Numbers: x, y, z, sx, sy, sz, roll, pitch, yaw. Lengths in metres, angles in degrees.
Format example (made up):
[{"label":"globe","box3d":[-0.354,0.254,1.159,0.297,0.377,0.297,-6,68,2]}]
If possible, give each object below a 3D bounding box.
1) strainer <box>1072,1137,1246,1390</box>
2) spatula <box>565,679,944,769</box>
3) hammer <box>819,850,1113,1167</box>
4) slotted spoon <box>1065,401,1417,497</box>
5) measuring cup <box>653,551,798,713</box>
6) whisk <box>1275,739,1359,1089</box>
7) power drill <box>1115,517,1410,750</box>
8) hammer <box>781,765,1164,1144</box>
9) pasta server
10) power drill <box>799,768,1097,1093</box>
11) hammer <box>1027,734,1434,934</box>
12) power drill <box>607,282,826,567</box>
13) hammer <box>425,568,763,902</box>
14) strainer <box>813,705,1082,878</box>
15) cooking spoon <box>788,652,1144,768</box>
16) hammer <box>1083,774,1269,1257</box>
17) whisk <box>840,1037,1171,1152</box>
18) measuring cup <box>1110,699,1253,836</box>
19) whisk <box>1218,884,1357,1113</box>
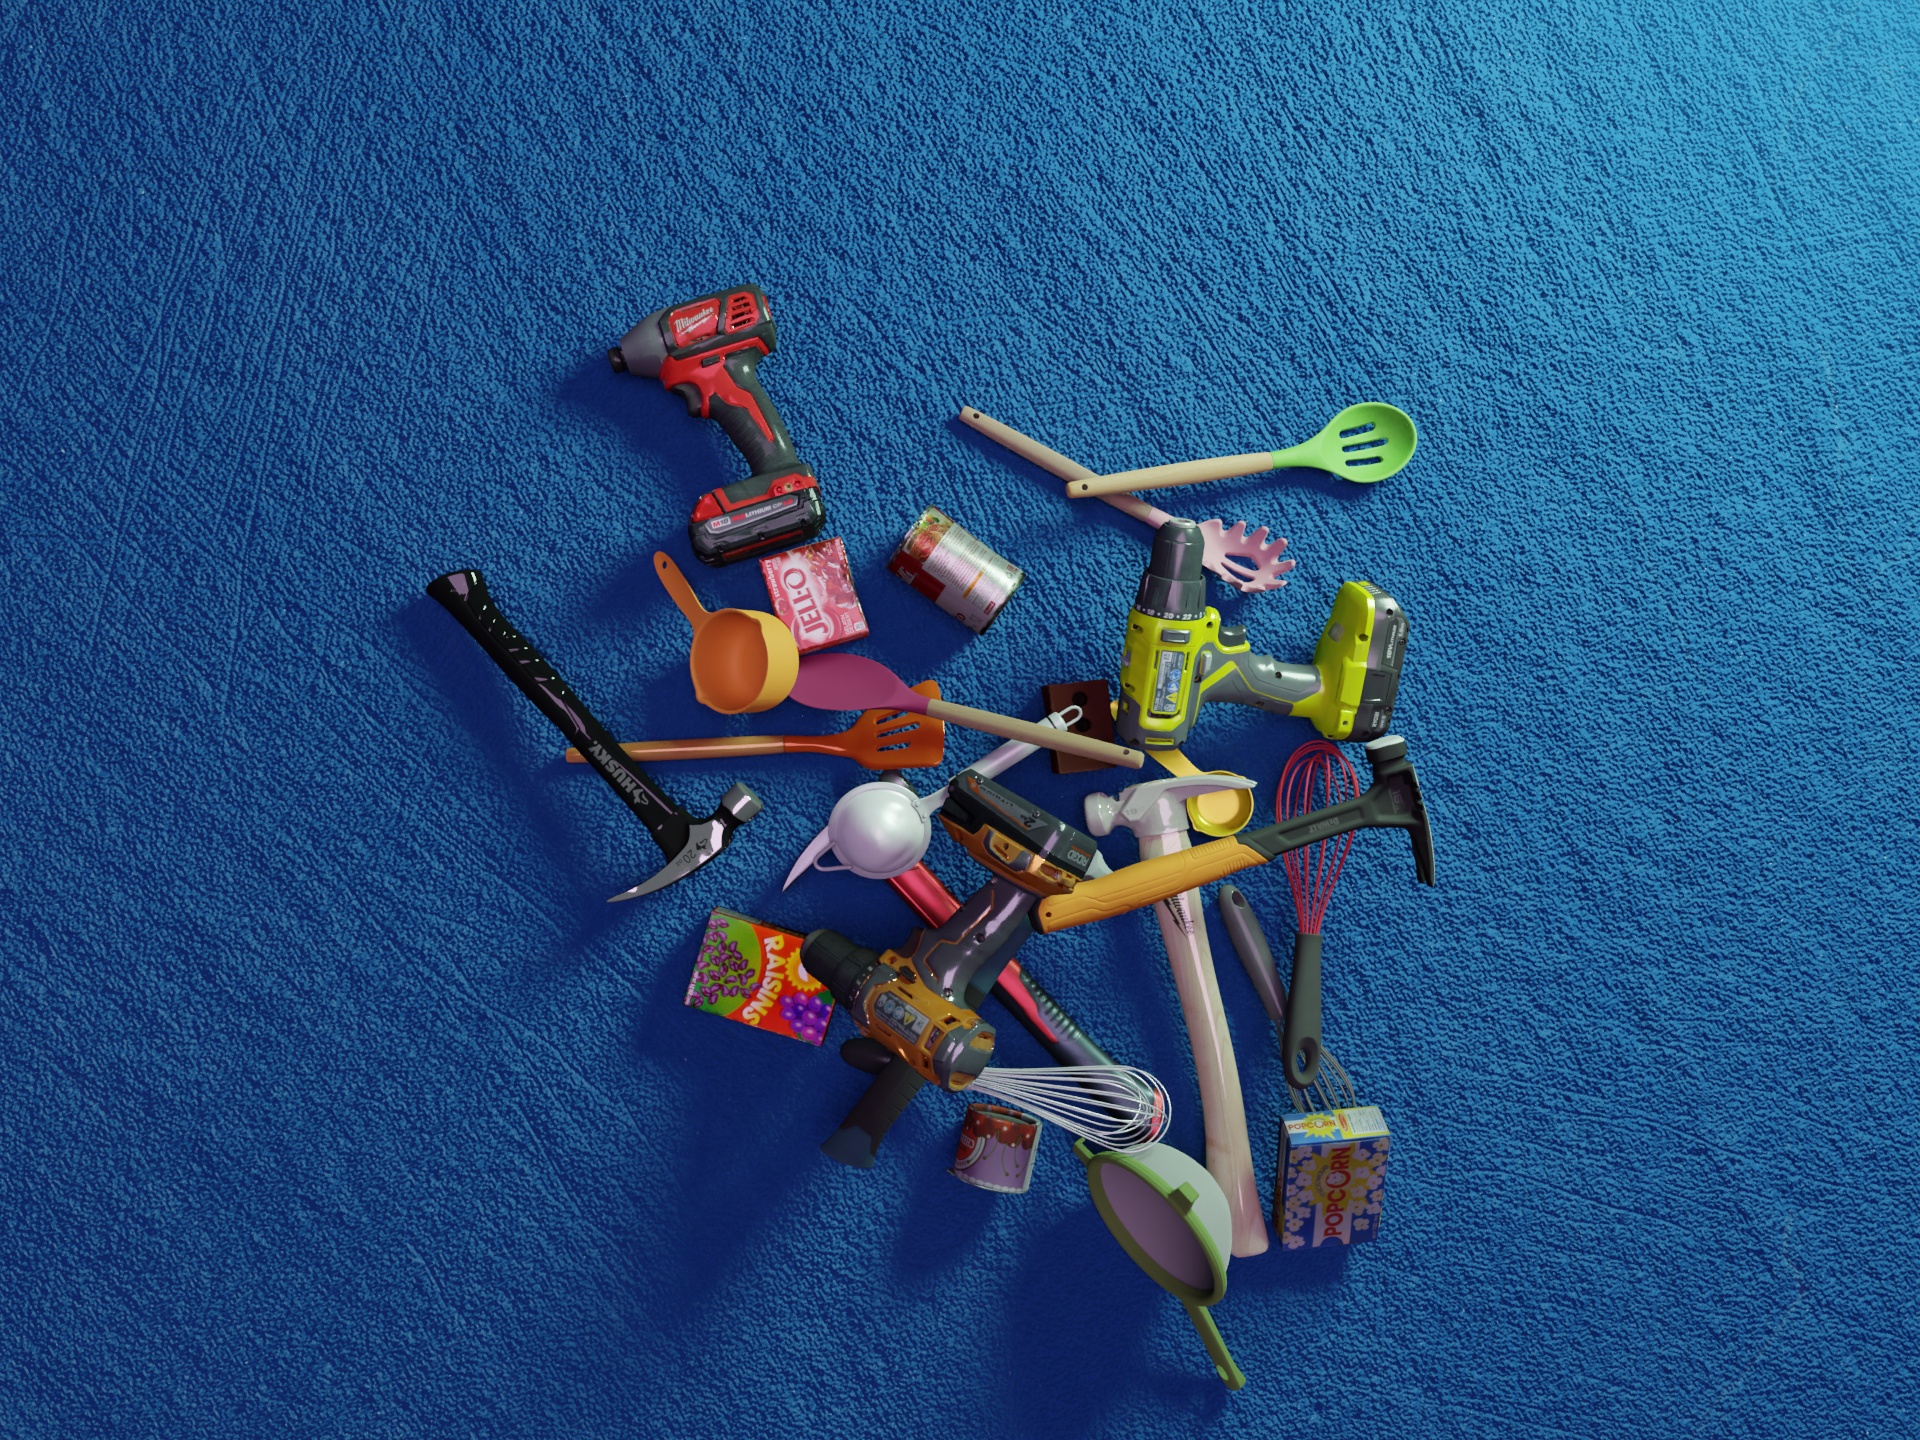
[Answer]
[{"label":"strainer","box3d":[0.202,0.450,1.338,0.069,0.151,0.256,-35,110,-27]},{"label":"spatula","box3d":[-0.175,0.017,1.352,0.322,0.041,0.081,-3,65,-2]},{"label":"hammer","box3d":[0.003,0.230,1.309,0.128,0.033,0.331,38,81,1]},{"label":"slotted spoon","box3d":[0.243,-0.223,1.375,0.313,0.031,0.070,-10,88,-9]},{"label":"measuring cup","box3d":[-0.201,-0.080,1.351,0.095,0.052,0.174,-49,64,25]},{"label":"whisk","box3d":[0.297,0.162,1.348,0.073,0.073,0.296,7,81,-3]},{"label":"power drill","box3d":[0.249,-0.067,1.329,0.228,0.080,0.190,3,109,-9]},{"label":"hammer","box3d":[0.022,0.226,1.359,0.143,0.038,0.386,-43,91,-2]},{"label":"pasta server","box3d":[0.141,-0.195,1.378,0.316,0.040,0.060,29,70,-1]},{"label":"power drill","box3d":[-0.017,0.154,1.264,0.185,0.084,0.226,29,89,33]},{"label":"hammer","box3d":[0.219,0.119,1.298,0.337,0.034,0.127,-17,94,-3]},{"label":"power drill","box3d":[-0.204,-0.249,1.343,0.143,0.078,0.220,-17,87,-4]},{"label":"hammer","box3d":[-0.329,0.003,1.332,0.146,0.035,0.335,-44,85,1]},{"label":"strainer","box3d":[-0.009,0.059,1.317,0.258,0.050,0.086,-32,108,-2]},{"label":"cooking spoon","box3d":[-0.002,-0.004,1.318,0.319,0.017,0.069,14,48,18]},{"label":"hammer","box3d":[0.216,0.251,1.354,0.146,0.038,0.410,-11,92,17]},{"label":"whisk","box3d":[0.034,0.304,1.326,0.284,0.070,0.070,9,88,14]},{"label":"measuring cup","box3d":[0.189,0.038,1.385,0.156,0.029,0.062,44,94,11]},{"label":"whisk","box3d":[0.279,0.251,1.370,0.055,0.055,0.239,-24,85,-4]}]
